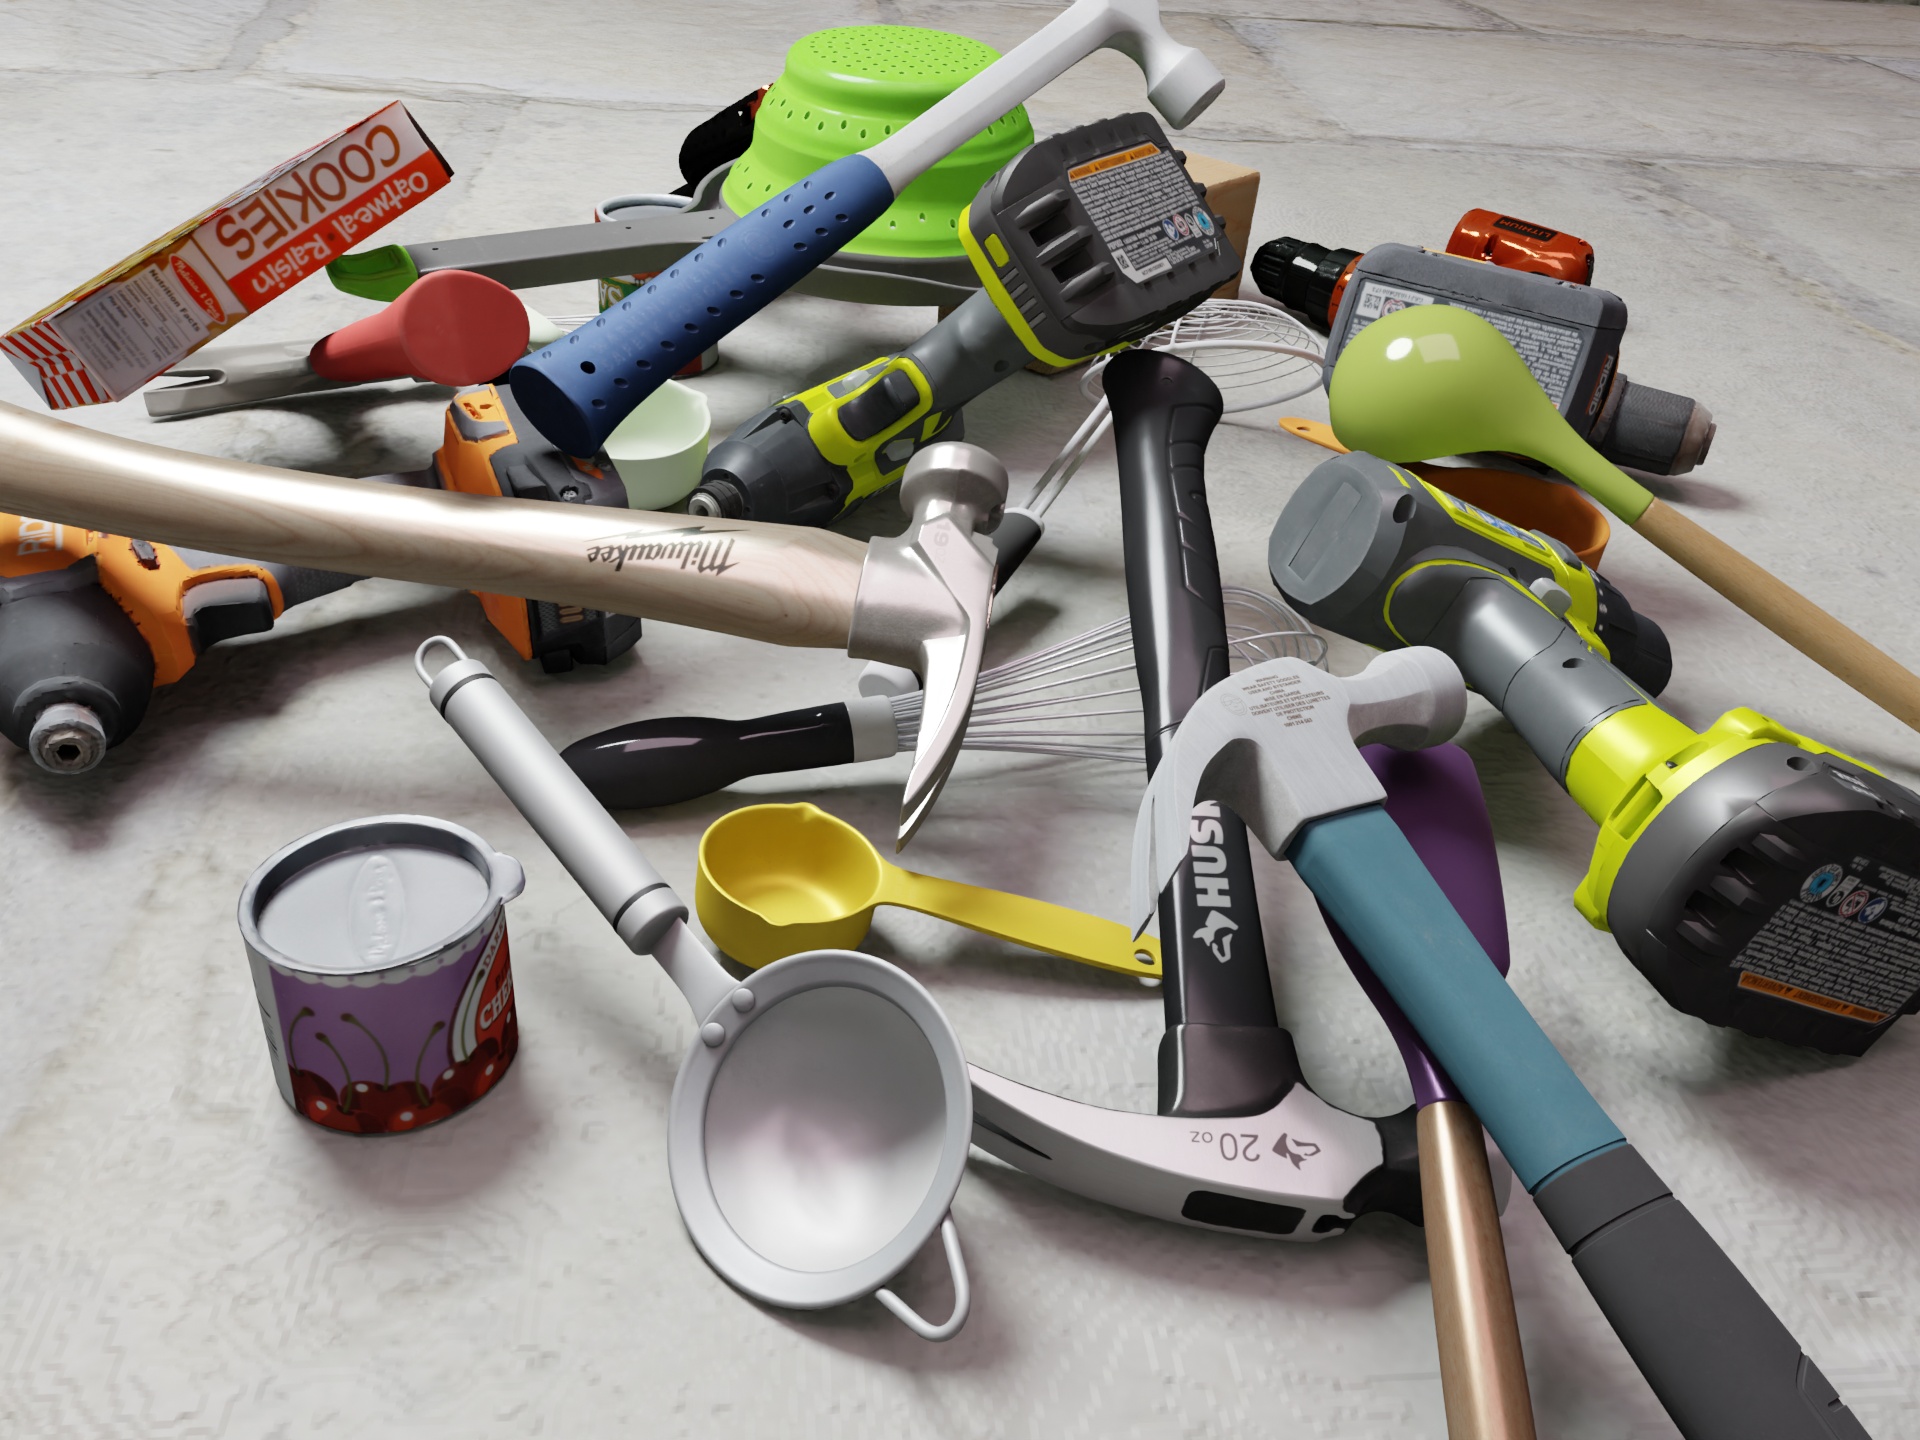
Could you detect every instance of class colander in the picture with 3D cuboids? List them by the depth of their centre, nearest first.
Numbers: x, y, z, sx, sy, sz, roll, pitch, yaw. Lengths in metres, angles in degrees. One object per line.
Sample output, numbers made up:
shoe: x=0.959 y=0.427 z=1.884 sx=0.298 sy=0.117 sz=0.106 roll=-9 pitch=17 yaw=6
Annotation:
colander: x=-0.105 y=-0.272 z=0.772 sx=0.397 sy=0.094 sz=0.205 roll=-15 pitch=41 yaw=-24

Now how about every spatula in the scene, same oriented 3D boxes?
spatula: x=0.115 y=0.115 z=0.373 sx=0.059 sy=0.018 sz=0.316 roll=11 pitch=46 yaw=-5

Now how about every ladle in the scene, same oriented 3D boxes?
ladle: x=0.288 y=-0.062 z=0.637 sx=0.320 sy=0.062 sz=0.078 roll=37 pitch=68 yaw=7

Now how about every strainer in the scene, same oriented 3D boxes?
strainer: x=-0.076 y=0.059 z=0.428 sx=0.259 sy=0.087 sz=0.050 roll=45 pitch=4 yaw=24

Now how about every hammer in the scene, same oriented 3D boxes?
hammer: x=0.147 y=0.111 z=0.351 sx=0.128 sy=0.033 sz=0.331 roll=-10 pitch=52 yaw=-28
hammer: x=0.067 y=-0.004 z=0.506 sx=0.146 sy=0.035 sz=0.335 roll=3 pitch=51 yaw=-3
hammer: x=-0.194 y=-0.056 z=0.520 sx=0.410 sy=0.038 sz=0.146 roll=9 pitch=57 yaw=0
hammer: x=-0.255 y=-0.152 z=0.658 sx=0.149 sy=0.036 sz=0.359 roll=-14 pitch=16 yaw=-25
hammer: x=-0.036 y=-0.240 z=0.682 sx=0.144 sy=0.035 sz=0.405 roll=46 pitch=57 yaw=-5

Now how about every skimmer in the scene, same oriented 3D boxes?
skimmer: x=0.065 y=-0.097 z=0.730 sx=0.127 sy=0.090 sz=0.363 roll=-4 pitch=35 yaw=37

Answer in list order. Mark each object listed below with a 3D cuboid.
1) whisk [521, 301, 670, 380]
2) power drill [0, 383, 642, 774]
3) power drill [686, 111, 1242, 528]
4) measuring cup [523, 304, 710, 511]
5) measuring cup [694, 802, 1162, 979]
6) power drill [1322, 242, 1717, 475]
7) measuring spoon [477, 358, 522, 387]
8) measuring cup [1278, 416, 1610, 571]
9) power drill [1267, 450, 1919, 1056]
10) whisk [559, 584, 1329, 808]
whisk: x=-0.236 y=-0.214 z=0.869 sx=0.246 sy=0.058 sz=0.059 roll=28 pitch=5 yaw=36
power drill: x=-0.239 y=-0.052 z=0.587 sx=0.226 sy=0.084 sz=0.164 roll=-13 pitch=39 yaw=-19
power drill: x=-0.008 y=-0.150 z=0.668 sx=0.080 sy=0.223 sz=0.171 roll=57 pitch=41 yaw=-5
measuring cup: x=-0.183 y=-0.153 z=0.767 sx=0.083 sy=0.038 sz=0.168 roll=-22 pitch=49 yaw=-32
measuring cup: x=-0.006 y=0.066 z=0.493 sx=0.156 sy=0.029 sz=0.062 roll=15 pitch=31 yaw=-5
power drill: x=0.277 y=-0.163 z=0.777 sx=0.185 sy=0.084 sz=0.226 roll=20 pitch=12 yaw=18
measuring spoon: x=-0.214 y=-0.136 z=0.777 sx=0.042 sy=0.021 sz=0.129 roll=-15 pitch=44 yaw=-2
measuring cup: x=0.208 y=-0.089 z=0.727 sx=0.095 sy=0.052 sz=0.174 roll=-20 pitch=39 yaw=-33
power drill: x=0.228 y=0.002 z=0.540 sx=0.190 sy=0.080 sz=0.229 roll=17 pitch=26 yaw=-31
whisk: x=-0.001 y=-0.003 z=0.566 sx=0.284 sy=0.070 sz=0.070 roll=-8 pitch=35 yaw=-12
